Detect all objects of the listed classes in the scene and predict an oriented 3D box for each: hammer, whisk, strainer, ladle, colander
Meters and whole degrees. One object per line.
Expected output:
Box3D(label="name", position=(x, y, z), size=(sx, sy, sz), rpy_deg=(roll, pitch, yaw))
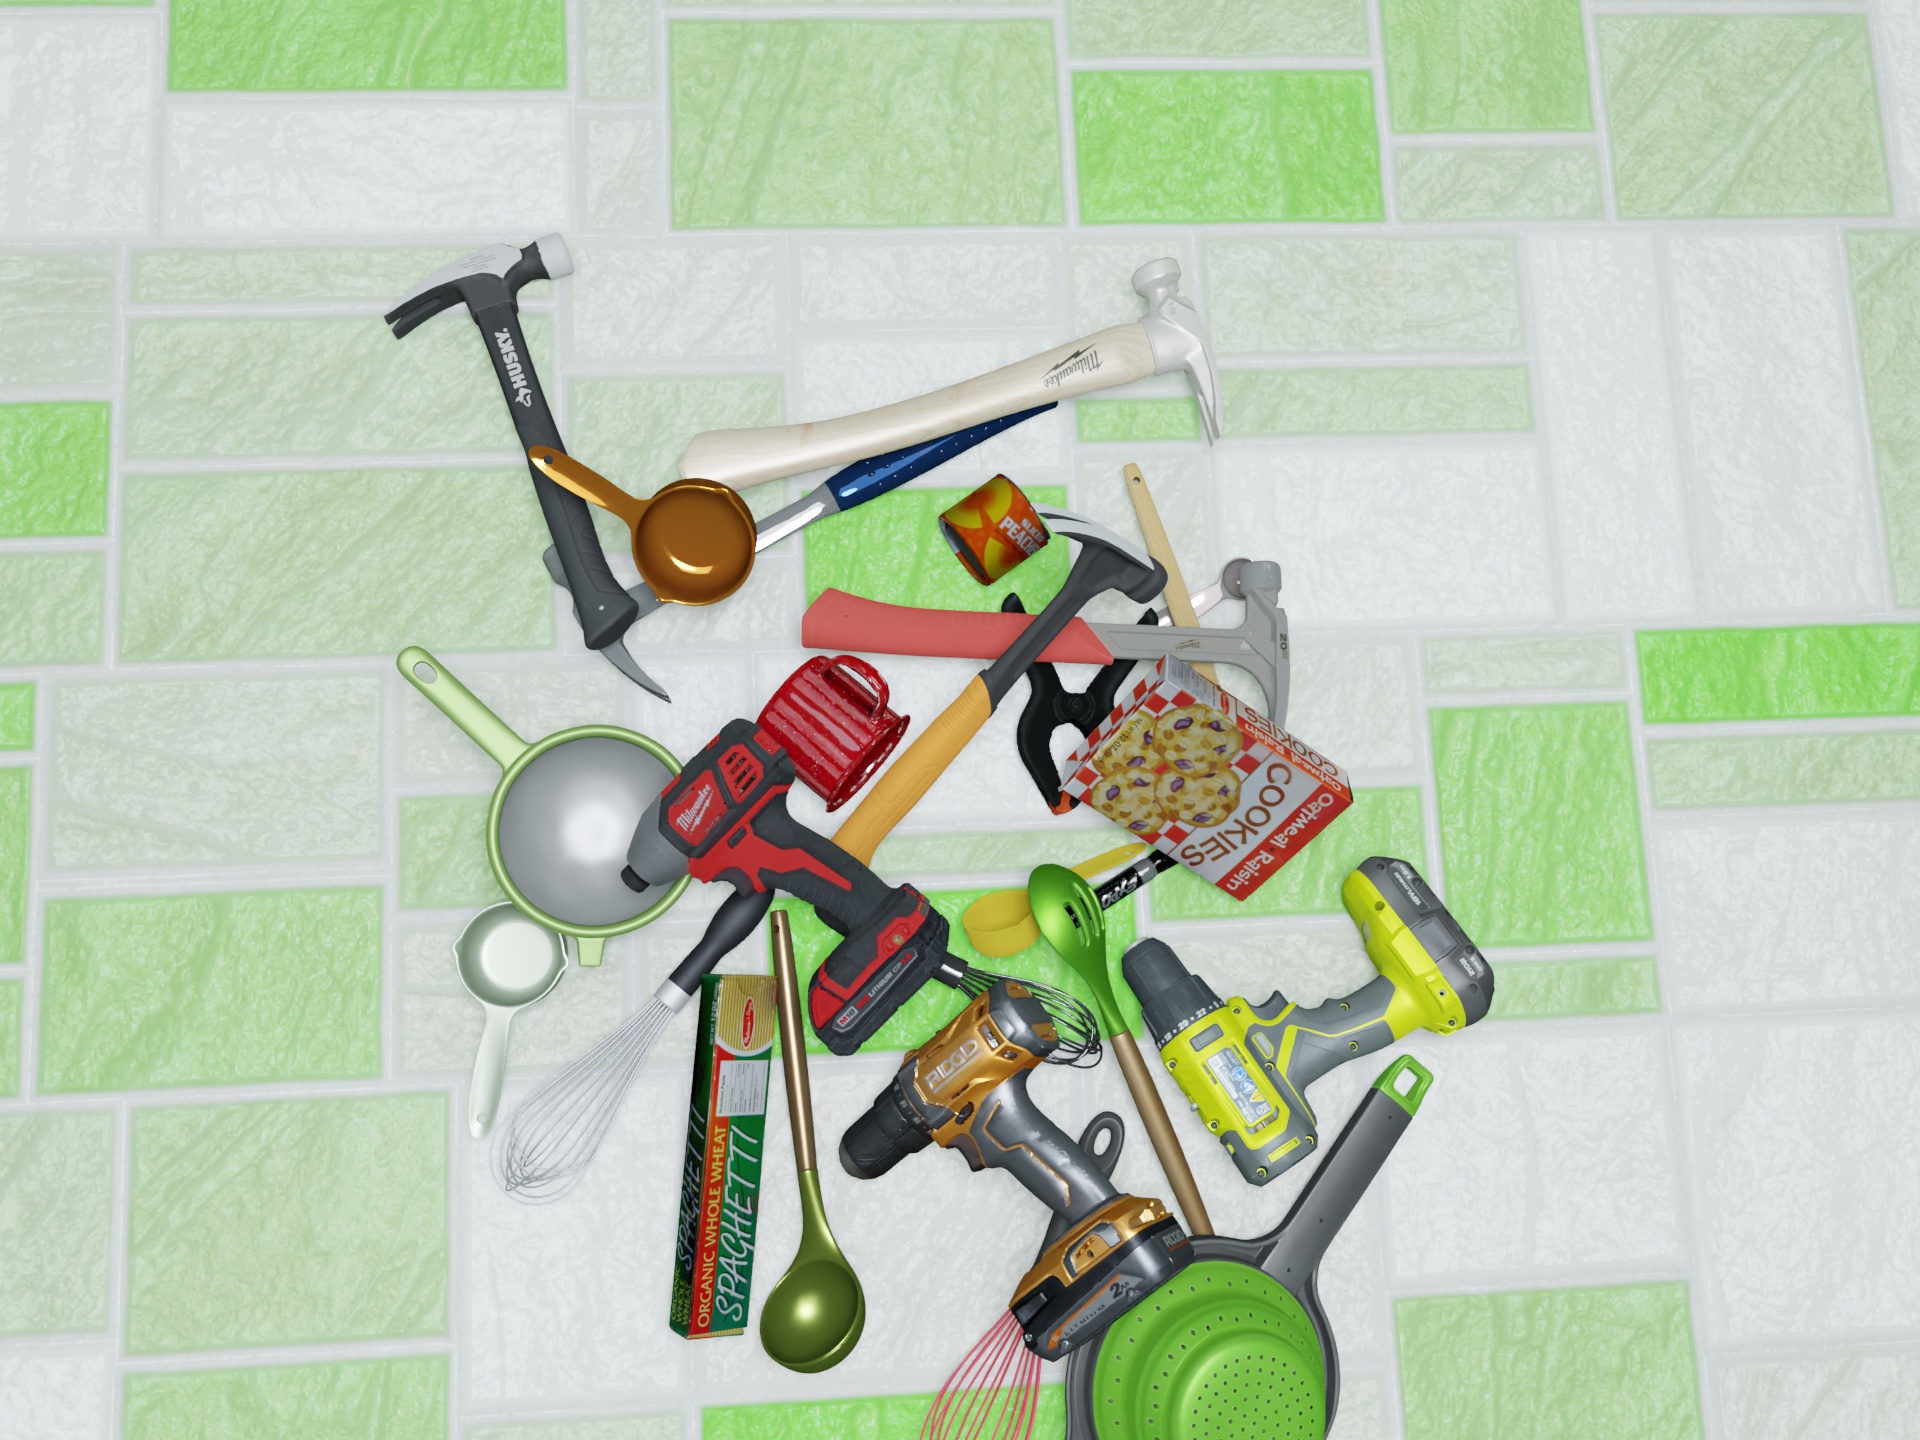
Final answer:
Box3D(label="hammer", position=(-0.006, -0.225, 1.195), size=(0.410, 0.038, 0.146), rpy_deg=(-17, 84, -6))
Box3D(label="hammer", position=(-0.105, -0.160, 1.214), size=(0.405, 0.035, 0.144), rpy_deg=(-29, 84, -8))
Box3D(label="whisk", position=(0.050, 0.415, 1.127), size=(0.073, 0.073, 0.296), rpy_deg=(26, 74, 0))
Box3D(label="strainer", position=(-0.301, 0.043, 1.136), size=(0.256, 0.069, 0.151), rpy_deg=(44, 75, -8))
Box3D(label="ladle", position=(-0.118, 0.294, 1.133), size=(0.078, 0.062, 0.320), rpy_deg=(-12, 78, 19))
Box3D(label="hammer", position=(-0.317, -0.204, 1.182), size=(0.146, 0.035, 0.335), rpy_deg=(-20, 74, -8))
Box3D(label="colander", position=(0.231, 0.404, 1.109), size=(0.204, 0.094, 0.397), rpy_deg=(40, 77, -7))
Box3D(label="ladle", position=(0.183, -0.050, 1.213), size=(0.069, 0.031, 0.315), rpy_deg=(-19, 85, -1))
Box3D(label="whisk", position=(-0.227, 0.223, 1.138), size=(0.070, 0.070, 0.284), rpy_deg=(39, 76, 2))
Box3D(label="hammer", position=(-0.002, -0.004, 1.116), size=(0.337, 0.127, 0.034), rpy_deg=(-49, 48, 18))
Box3D(label="hammer", position=(0.063, -0.051, 1.172), size=(0.359, 0.036, 0.149), rpy_deg=(2, 78, -3))
Box3D(label="whisk", position=(-0.002, 0.189, 1.163), size=(0.239, 0.055, 0.055), rpy_deg=(27, 80, 5))

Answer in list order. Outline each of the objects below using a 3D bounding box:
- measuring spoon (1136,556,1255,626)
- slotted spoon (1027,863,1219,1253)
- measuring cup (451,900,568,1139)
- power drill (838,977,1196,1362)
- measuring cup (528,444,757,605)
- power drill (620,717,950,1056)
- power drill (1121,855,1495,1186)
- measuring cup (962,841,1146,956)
Box3D(label="measuring spoon", position=(0.179, -0.087, 1.237), size=(0.124, 0.018, 0.034), rpy_deg=(-29, 87, -1))
Box3D(label="slotted spoon", position=(0.125, 0.246, 1.144), size=(0.070, 0.031, 0.313), rpy_deg=(-31, 100, -52))
Box3D(label="measuring cup", position=(-0.327, 0.213, 1.139), size=(0.083, 0.038, 0.168), rpy_deg=(9, 83, -3))
Box3D(label="power drill", position=(0.029, 0.319, 1.090), size=(0.185, 0.084, 0.226), rpy_deg=(-42, 67, 15))
Box3D(label="measuring cup", position=(-0.225, -0.152, 1.138), size=(0.173, 0.052, 0.095), rpy_deg=(30, 105, -11))
Box3D(label="power drill", position=(-0.124, 0.119, 1.103), size=(0.219, 0.078, 0.143), rpy_deg=(45, 96, -4))
Box3D(label="power drill", position=(0.247, 0.199, 1.156), size=(0.228, 0.080, 0.191), rpy_deg=(-31, 68, -7))
Box3D(label="measuring cup", position=(0.075, 0.132, 1.182), size=(0.156, 0.062, 0.029), rpy_deg=(-23, 113, -19))
